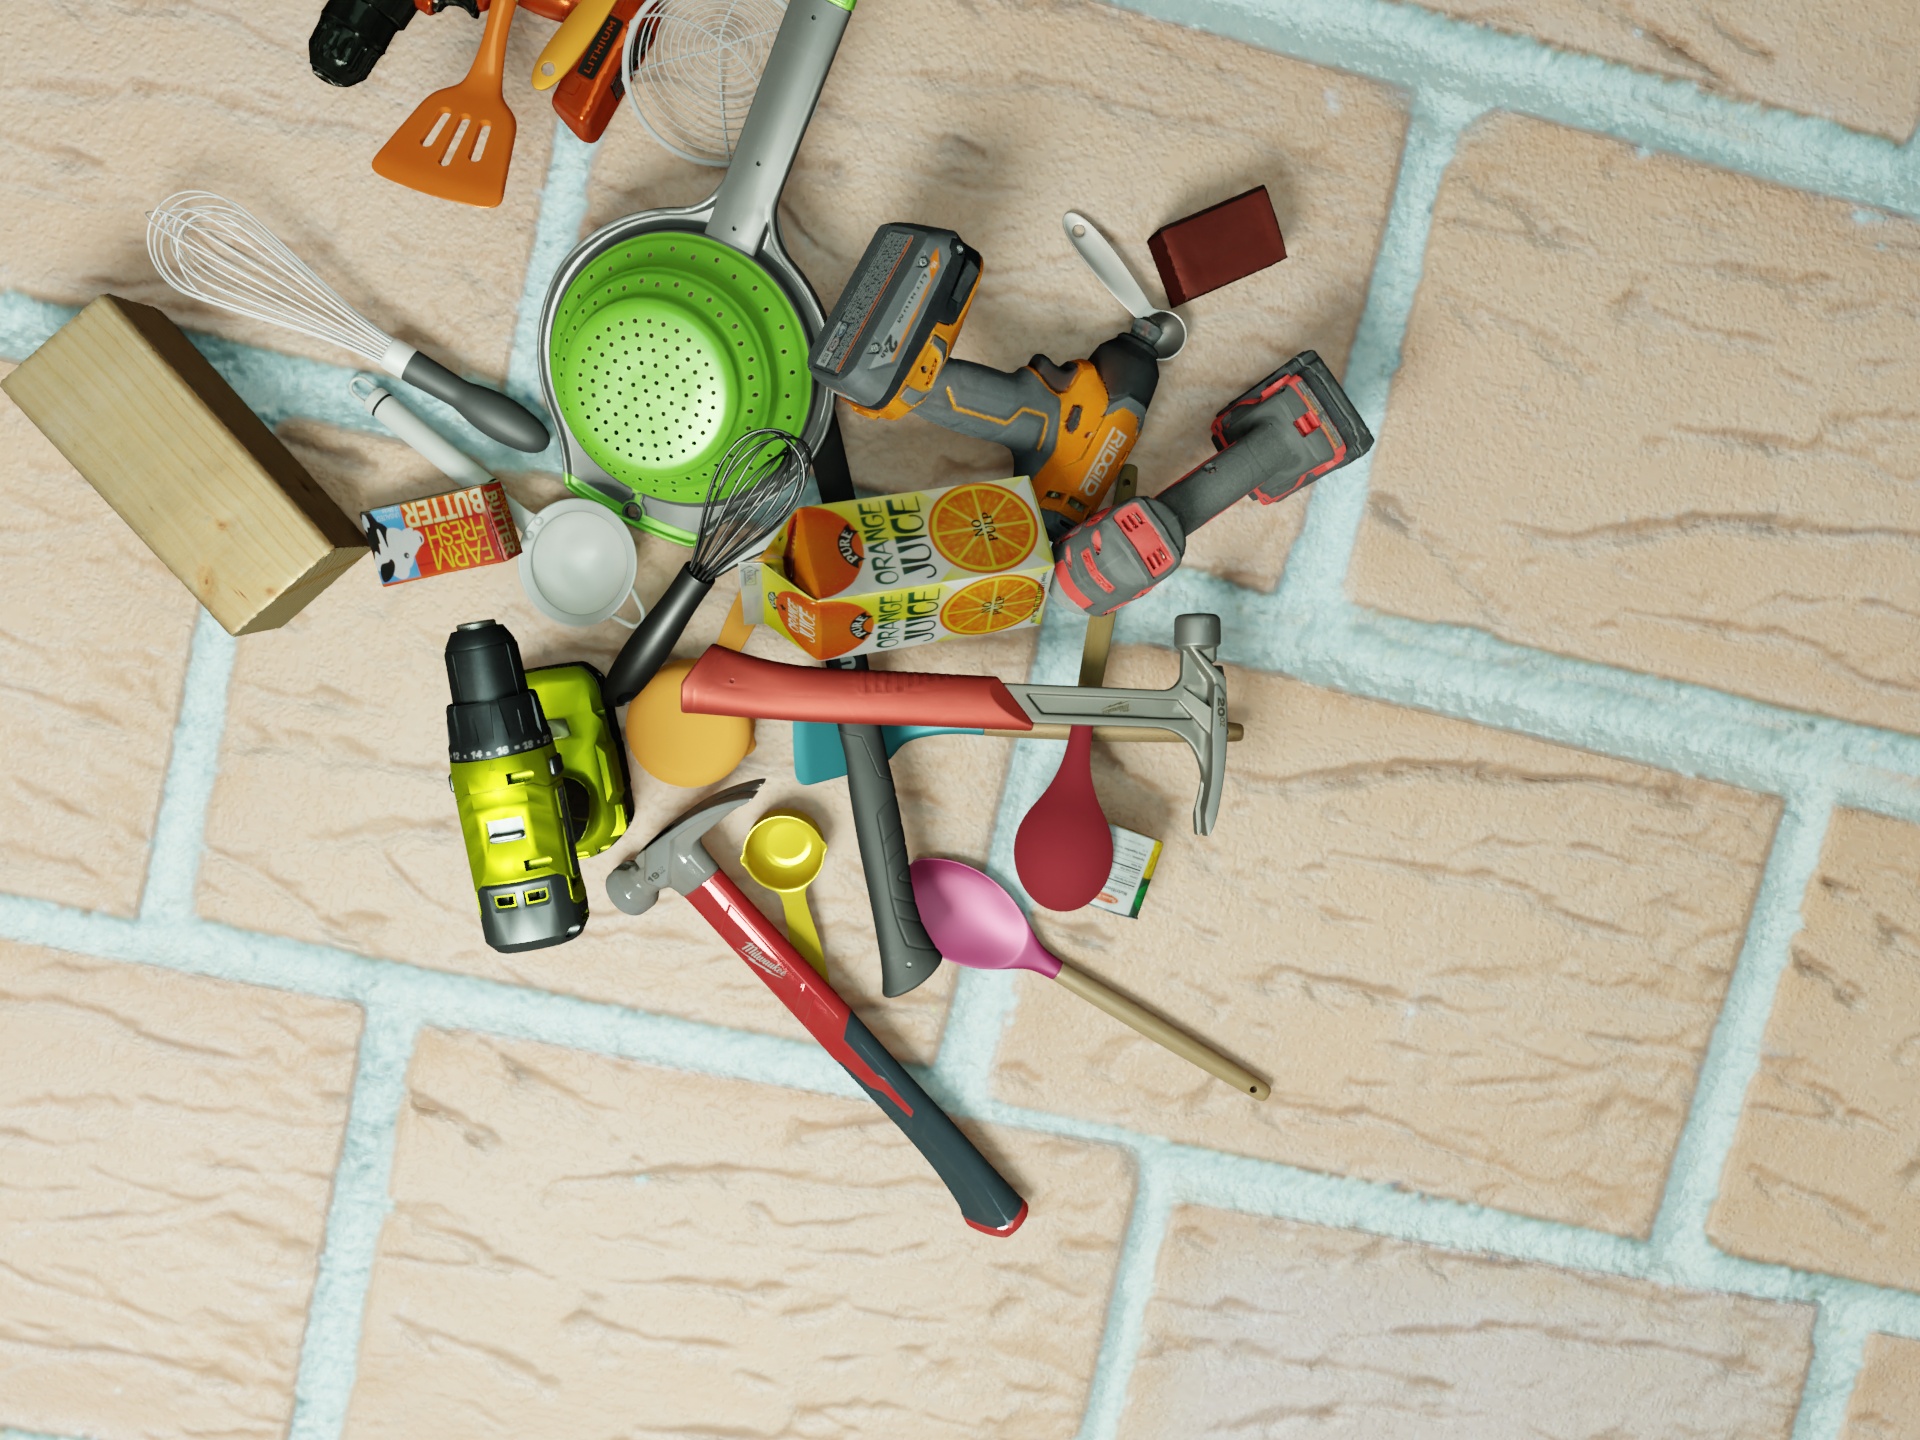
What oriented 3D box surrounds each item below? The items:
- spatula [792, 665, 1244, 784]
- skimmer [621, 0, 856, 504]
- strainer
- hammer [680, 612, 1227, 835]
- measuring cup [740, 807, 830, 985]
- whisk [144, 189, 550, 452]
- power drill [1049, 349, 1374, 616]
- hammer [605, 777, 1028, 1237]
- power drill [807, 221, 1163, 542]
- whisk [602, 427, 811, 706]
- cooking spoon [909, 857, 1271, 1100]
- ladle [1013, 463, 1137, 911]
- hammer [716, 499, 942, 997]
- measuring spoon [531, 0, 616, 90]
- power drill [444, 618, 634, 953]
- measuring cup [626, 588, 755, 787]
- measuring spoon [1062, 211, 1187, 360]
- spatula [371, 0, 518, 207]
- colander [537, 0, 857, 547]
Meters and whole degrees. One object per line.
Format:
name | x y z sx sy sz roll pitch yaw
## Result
spatula | 0.043 0.006 1.115 0.317 0.044 0.082 1 92 -2
skimmer | -0.122 -0.291 1.045 0.127 0.090 0.363 -13 99 7
strainer | -0.309 -0.149 1.076 0.258 0.050 0.087 39 101 -2
hammer | -0.002 -0.003 1.044 0.359 0.037 0.149 2 87 -8
measuring cup | -0.115 0.135 1.137 0.062 0.029 0.156 -10 110 2
whisk | -0.400 -0.257 1.051 0.284 0.070 0.070 30 94 -13
power drill | 0.151 -0.144 1.045 0.219 0.143 0.078 -36 94 -19
hammer | -0.072 0.214 1.121 0.143 0.038 0.386 -36 102 24
power drill | 0.031 -0.230 1.038 0.226 0.084 0.164 27 95 -35
whisk | -0.169 -0.093 1.018 0.055 0.055 0.239 36 118 -8
cooking spoon | 0.092 0.195 1.158 0.319 0.017 0.069 31 95 -7
ladle | 0.091 -0.025 1.097 0.069 0.031 0.315 9 82 13
hammer | -0.070 0.022 1.075 0.146 0.035 0.335 -11 94 -7
measuring spoon | -0.233 -0.445 0.999 0.021 0.011 0.117 37 93 -6
power drill | -0.269 0.026 1.004 0.080 0.228 0.190 -10 98 -3
measuring cup | -0.168 -0.034 1.092 0.095 0.052 0.173 26 97 -7
measuring spoon | 0.112 -0.301 1.102 0.034 0.018 0.124 -38 91 9
spatula | -0.275 -0.472 0.981 0.081 0.041 0.322 17 90 -4
colander | -0.153 -0.286 0.984 0.204 0.094 0.397 25 112 -3
